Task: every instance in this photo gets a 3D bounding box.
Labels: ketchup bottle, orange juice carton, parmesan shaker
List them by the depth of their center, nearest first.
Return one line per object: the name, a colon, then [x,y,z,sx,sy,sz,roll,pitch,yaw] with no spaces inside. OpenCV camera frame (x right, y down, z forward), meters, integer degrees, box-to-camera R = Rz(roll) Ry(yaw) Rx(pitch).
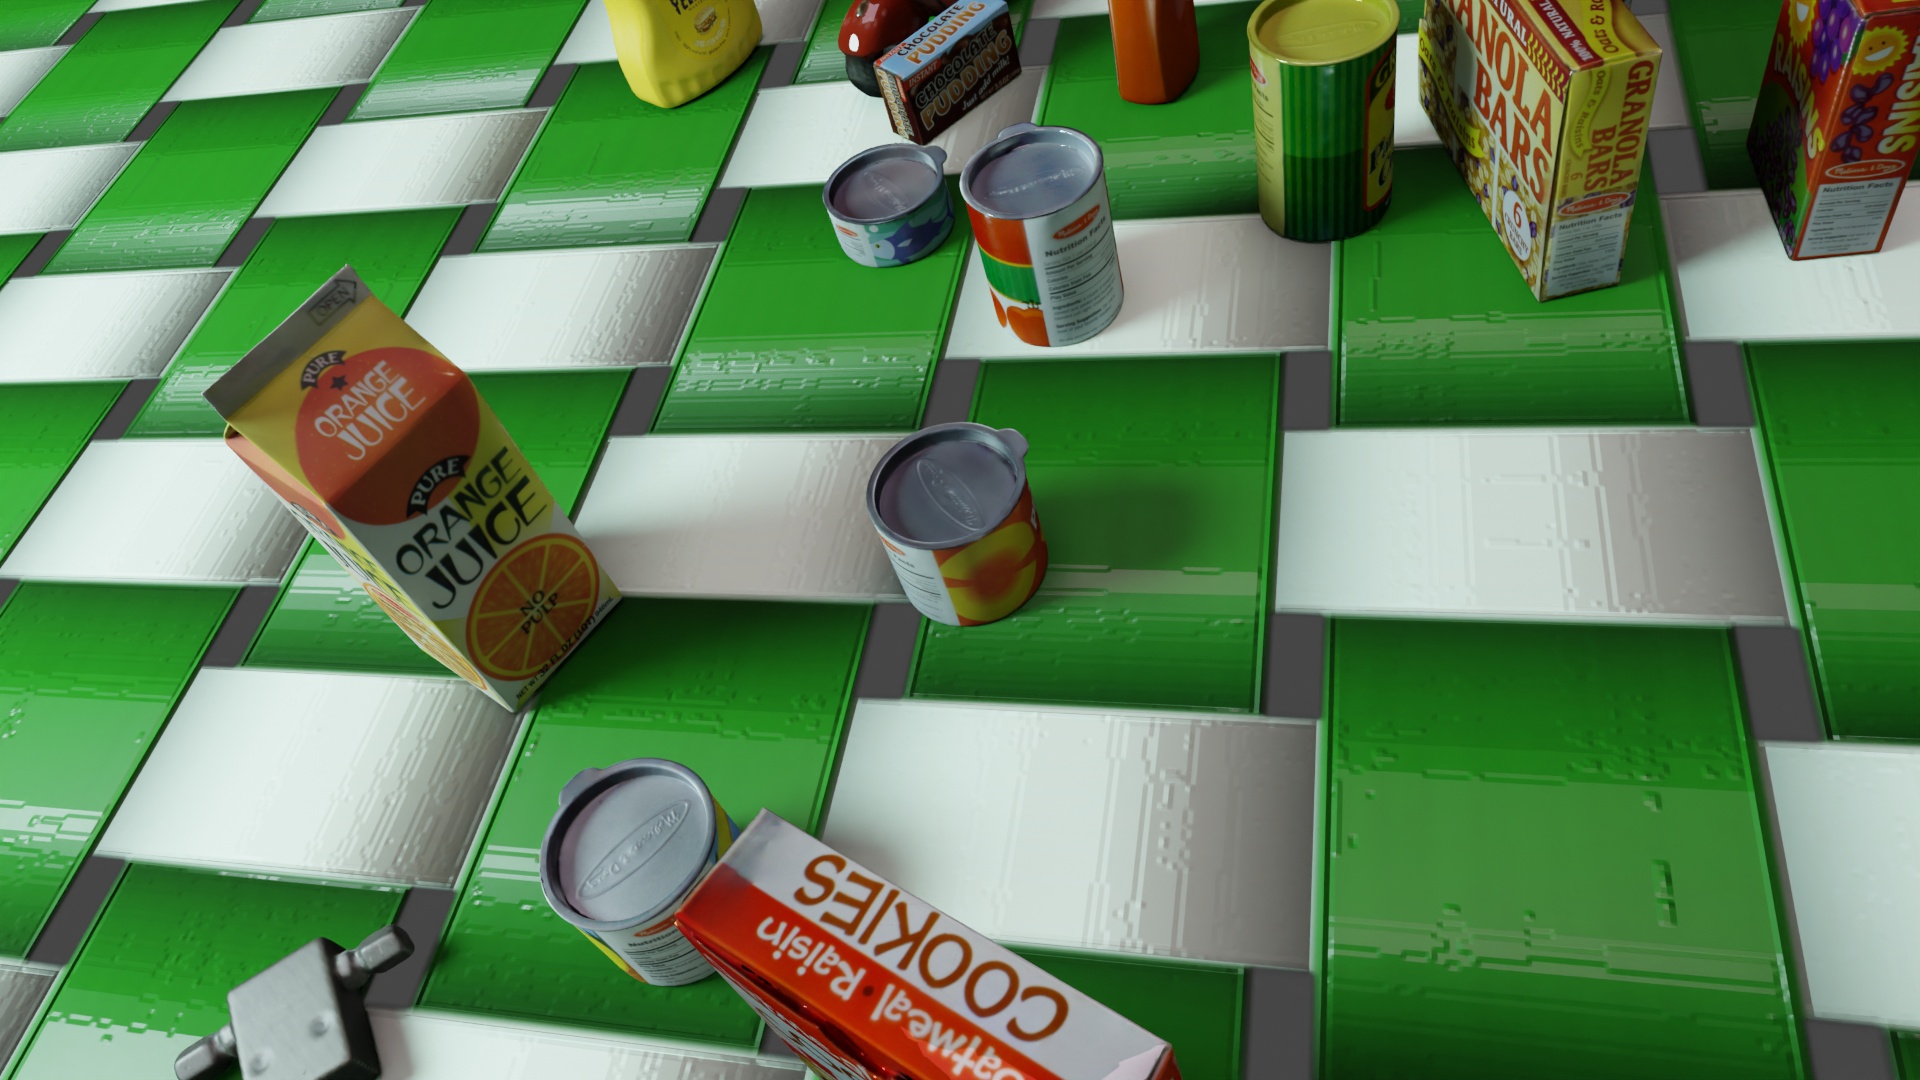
orange juice carton: [-0.221,-0.018,0.564,0.073,0.191,0.072,24,62,30]
parmesan shaker: [0.173,-0.204,0.662,0.071,0.102,0.072,-8,51,10]
ketchup bottle: [0.098,-0.310,0.737,0.043,0.148,0.065,10,56,22]

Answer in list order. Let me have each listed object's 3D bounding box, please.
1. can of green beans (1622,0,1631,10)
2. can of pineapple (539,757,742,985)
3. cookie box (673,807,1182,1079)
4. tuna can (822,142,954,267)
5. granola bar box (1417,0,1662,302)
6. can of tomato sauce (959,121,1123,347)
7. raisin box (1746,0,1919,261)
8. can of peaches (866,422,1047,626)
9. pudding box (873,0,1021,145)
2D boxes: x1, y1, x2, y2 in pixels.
can of green beans: [0.317,-0.296,0.725,0.071,0.057,0.071,-8,51,10]
can of pineapple: [-0.112,0.121,0.511,0.071,0.057,0.071,-8,51,10]
cookie box: [0.004,0.151,0.384,0.123,0.166,0.040,22,61,29]
tuna can: [-0.036,-0.181,0.746,0.071,0.032,0.071,-8,51,10]
granola bar box: [0.254,-0.209,0.630,0.039,0.123,0.166,-13,50,5]
can of tomato sauce: [0.040,-0.145,0.664,0.071,0.082,0.071,-8,51,10]
raisin box: [0.372,-0.194,0.586,0.040,0.122,0.086,-2,52,14]
can of peaches: [0.002,-0.007,0.582,0.071,0.057,0.071,-8,51,10]
pudding box: [-0.007,-0.273,0.800,0.084,0.049,0.030,-41,53,-17]
